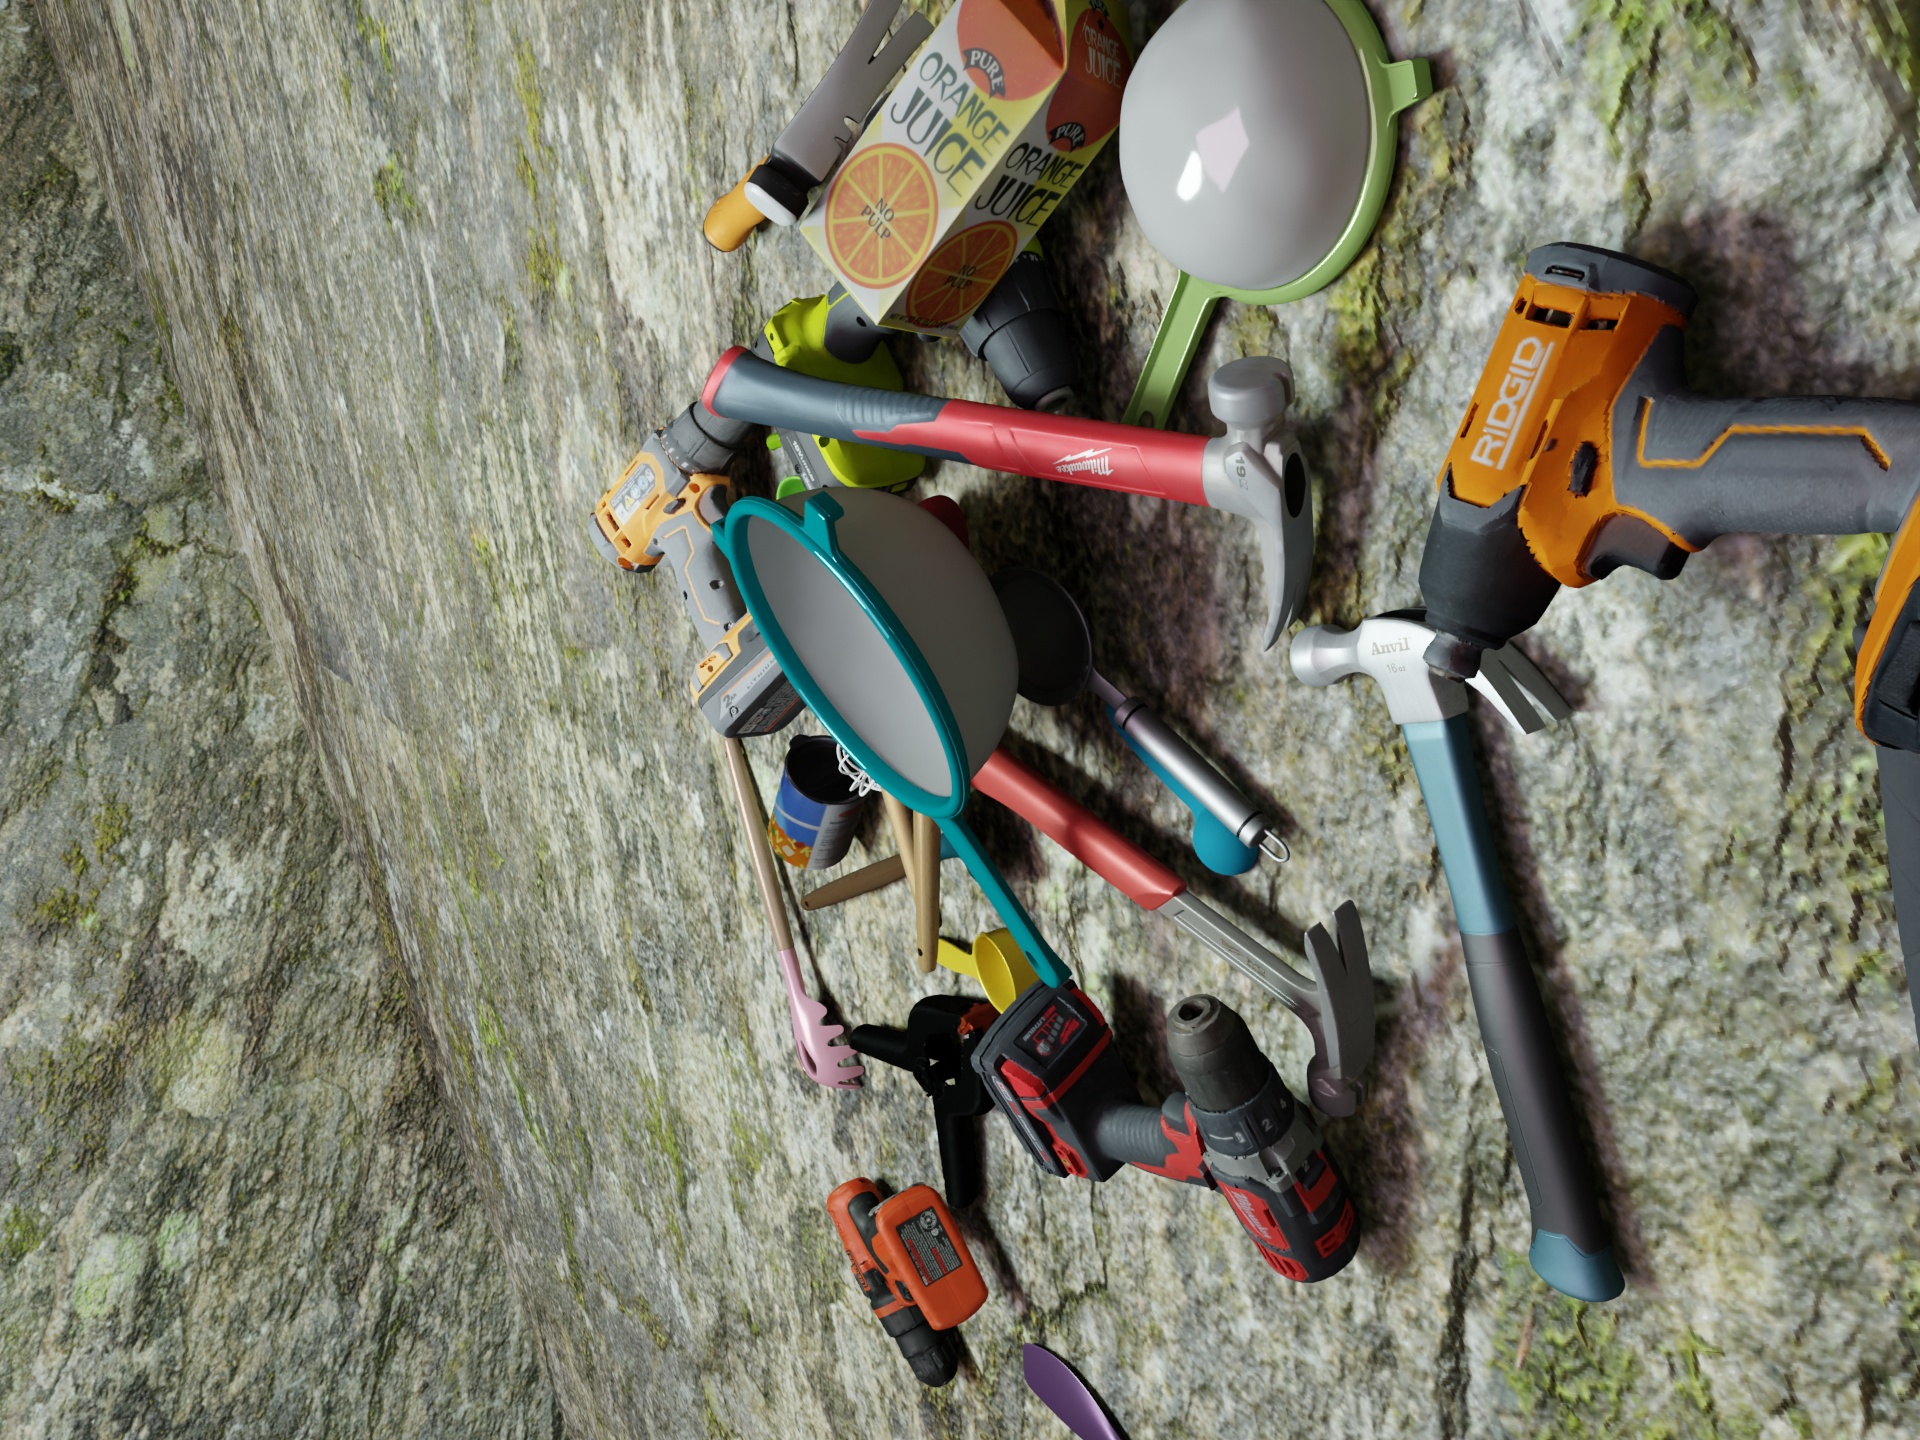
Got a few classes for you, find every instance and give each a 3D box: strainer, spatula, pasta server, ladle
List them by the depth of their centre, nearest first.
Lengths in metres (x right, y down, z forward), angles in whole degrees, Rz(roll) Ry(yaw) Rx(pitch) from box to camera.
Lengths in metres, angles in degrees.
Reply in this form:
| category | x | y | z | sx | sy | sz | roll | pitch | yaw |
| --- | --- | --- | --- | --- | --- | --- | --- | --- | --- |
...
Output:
| category | x | y | z | sx | sy | sz | roll | pitch | yaw |
| --- | --- | --- | --- | --- | --- | --- | --- | --- | --- |
| strainer | 0.101 | -0.221 | 0.740 | 0.152 | 0.069 | 0.256 | 50 | 140 | 29 |
| strainer | 0.091 | -0.009 | 0.891 | 0.259 | 0.050 | 0.086 | 45 | 139 | 27 |
| strainer | -0.001 | -0.003 | 0.913 | 0.340 | 0.095 | 0.211 | 57 | 161 | -16 |
| ladle | -0.021 | 0.015 | 1.010 | 0.069 | 0.031 | 0.315 | 21 | 117 | 49 |
| spatula | 0.142 | 0.541 | 1.123 | 0.316 | 0.018 | 0.059 | 26 | 126 | 49 |
| spatula | -0.056 | 0.109 | 1.161 | 0.317 | 0.044 | 0.082 | -29 | 85 | 56 |
| pasta server | -0.148 | 0.165 | 1.350 | 0.060 | 0.040 | 0.316 | -17 | 88 | 57 |

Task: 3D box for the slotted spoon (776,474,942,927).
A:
| category | x | y | z | sx | sy | sz | roll | pitch | yaw |
| --- | --- | --- | --- | --- | --- | --- | --- | --- | --- |
| slotted spoon | -0.059 | -0.010 | 1.047 | 0.070 | 0.031 | 0.313 | -7 | 101 | 50 |

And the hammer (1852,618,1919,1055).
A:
| category | x | y | z | sx | sy | sz | roll | pitch | yaw |
| --- | --- | --- | --- | --- | --- | --- | --- | --- | --- |
| hammer | 0.369 | 0.162 | 0.580 | 0.149 | 0.036 | 0.409 | 1 | 107 | 57 |

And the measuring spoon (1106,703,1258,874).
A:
| category | x | y | z | sx | sy | sz | roll | pitch | yaw |
| --- | --- | --- | --- | --- | --- | --- | --- | --- | --- |
| measuring spoon | 0.117 | 0.037 | 0.893 | 0.129 | 0.021 | 0.042 | 50 | 142 | 26 |

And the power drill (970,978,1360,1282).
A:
| category | x | y | z | sx | sy | sz | roll | pitch | yaw |
| --- | --- | --- | --- | --- | --- | --- | --- | --- | --- |
| power drill | 0.109 | 0.213 | 0.907 | 0.227 | 0.080 | 0.187 | 9 | 135 | 52 |

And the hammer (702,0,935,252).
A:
| category | x | y | z | sx | sy | sz | roll | pitch | yaw |
| --- | --- | --- | --- | --- | --- | --- | --- | --- | --- |
| hammer | -0.105 | -0.326 | 0.934 | 0.034 | 0.127 | 0.337 | 35 | 177 | -19 |

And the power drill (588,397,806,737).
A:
| category | x | y | z | sx | sy | sz | roll | pitch | yaw |
| --- | --- | --- | --- | --- | --- | --- | --- | --- | --- |
| power drill | -0.162 | -0.125 | 1.148 | 0.185 | 0.084 | 0.226 | -43 | 69 | 28 |

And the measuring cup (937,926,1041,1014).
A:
| category | x | y | z | sx | sy | sz | roll | pitch | yaw |
| --- | --- | --- | --- | --- | --- | --- | --- | --- | --- |
| measuring cup | 0.015 | 0.166 | 1.118 | 0.156 | 0.029 | 0.062 | 4 | 110 | 68 |

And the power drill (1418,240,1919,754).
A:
| category | x | y | z | sx | sy | sz | roll | pitch | yaw |
| --- | --- | --- | --- | --- | --- | --- | --- | --- | --- |
| power drill | 0.262 | -0.061 | 0.538 | 0.227 | 0.084 | 0.164 | 32 | 107 | 45 |

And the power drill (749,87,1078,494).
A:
| category | x | y | z | sx | sy | sz | roll | pitch | yaw |
| --- | --- | --- | --- | --- | --- | --- | --- | --- | --- |
| power drill | -0.028 | -0.222 | 0.925 | 0.228 | 0.080 | 0.191 | -39 | 74 | 53 |

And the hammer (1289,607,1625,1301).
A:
| category | x | y | z | sx | sy | sz | roll | pitch | yaw |
| --- | --- | --- | --- | --- | --- | --- | --- | --- | --- |
| hammer | 0.246 | 0.108 | 0.733 | 0.128 | 0.033 | 0.331 | -8 | 99 | 58 |

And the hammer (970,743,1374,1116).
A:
| category | x | y | z | sx | sy | sz | roll | pitch | yaw |
| --- | --- | --- | --- | --- | --- | --- | --- | --- | --- |
| hammer | 0.093 | 0.077 | 0.914 | 0.359 | 0.037 | 0.149 | 36 | 152 | 44 |

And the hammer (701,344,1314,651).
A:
| category | x | y | z | sx | sy | sz | roll | pitch | yaw |
| --- | --- | --- | --- | --- | --- | --- | --- | --- | --- |
| hammer | 0.008 | -0.140 | 0.851 | 0.386 | 0.038 | 0.143 | 17 | 135 | 36 |

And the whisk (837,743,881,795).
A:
| category | x | y | z | sx | sy | sz | roll | pitch | yaw |
| --- | --- | --- | --- | --- | --- | --- | --- | --- | --- |
| whisk | -0.021 | -0.015 | 1.057 | 0.059 | 0.058 | 0.246 | 34 | 141 | -7 |
